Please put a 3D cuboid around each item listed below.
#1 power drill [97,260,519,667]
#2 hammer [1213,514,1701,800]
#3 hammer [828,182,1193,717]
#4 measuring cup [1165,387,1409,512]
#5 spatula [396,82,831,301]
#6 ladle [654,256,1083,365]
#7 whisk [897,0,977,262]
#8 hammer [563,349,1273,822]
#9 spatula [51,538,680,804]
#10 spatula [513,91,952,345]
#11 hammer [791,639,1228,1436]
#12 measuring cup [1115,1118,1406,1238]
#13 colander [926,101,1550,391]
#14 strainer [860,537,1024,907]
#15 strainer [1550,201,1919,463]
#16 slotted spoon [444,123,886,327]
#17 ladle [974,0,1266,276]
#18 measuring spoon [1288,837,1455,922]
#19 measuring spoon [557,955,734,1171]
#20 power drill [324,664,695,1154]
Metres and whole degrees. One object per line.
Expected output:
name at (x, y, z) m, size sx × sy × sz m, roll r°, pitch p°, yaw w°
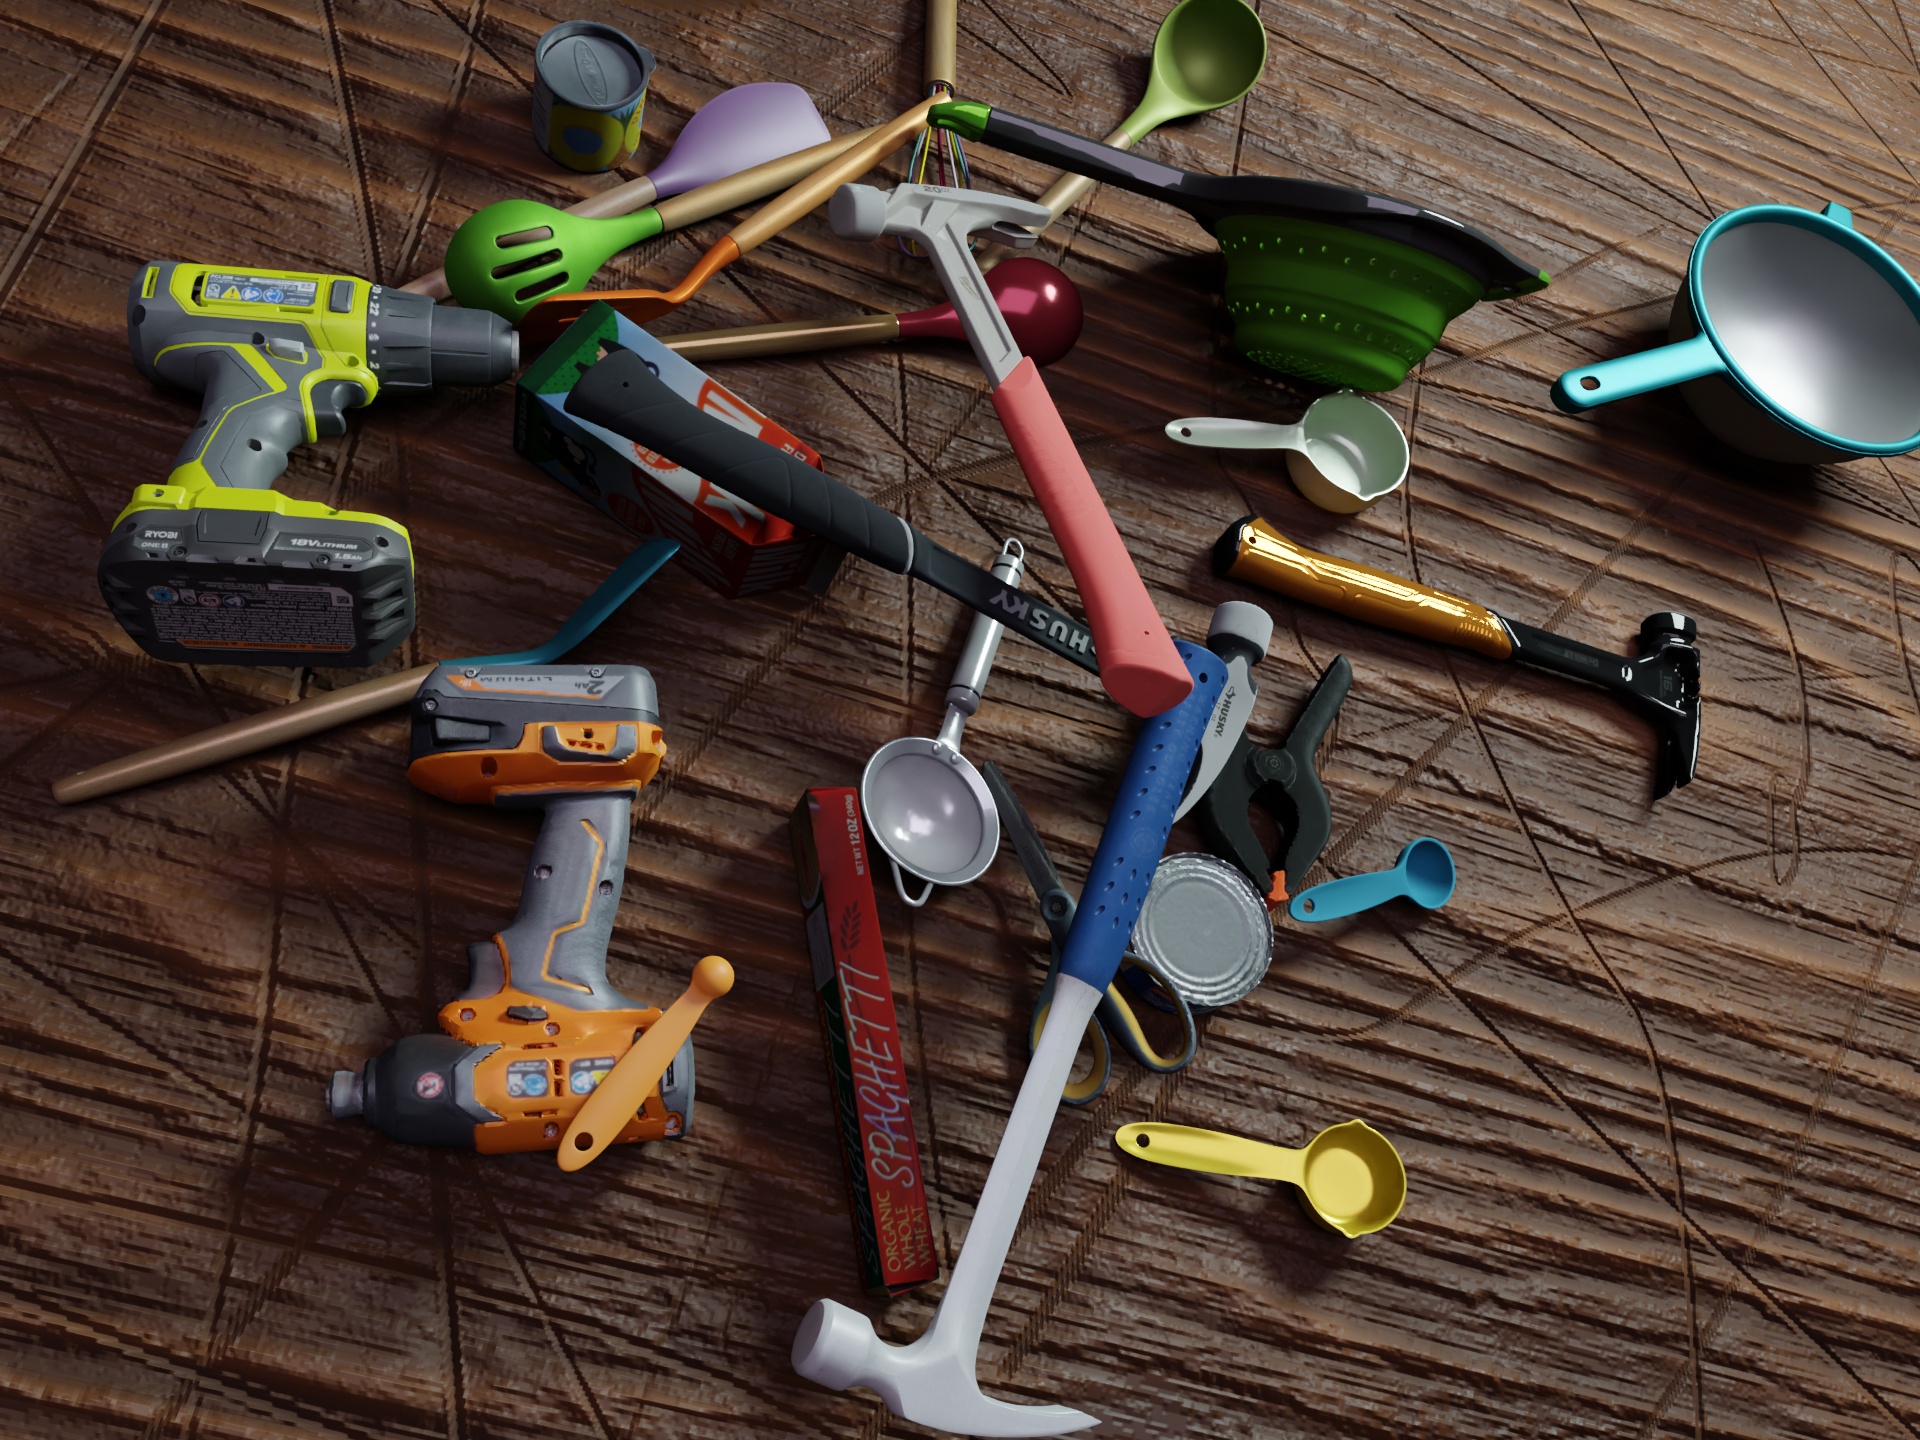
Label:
power drill at (-0.325, -0.140, 0.804) m, size 0.190 × 0.080 × 0.229 m, roll 2°, pitch 54°, yaw -14°
hammer at (0.318, -0.054, 1.008) m, size 0.336 × 0.034 × 0.127 m, roll 17°, pitch 64°, yaw -10°
hammer at (0.048, -0.161, 0.881) m, size 0.149 × 0.036 × 0.359 m, roll -5°, pitch 59°, yaw -34°
measuring cup at (0.204, -0.172, 1.020) m, size 0.167 × 0.038 × 0.083 m, roll 2°, pitch 68°, yaw -14°
spatula at (-0.210, -0.314, 0.959) m, size 0.316 × 0.018 × 0.059 m, roll -36°, pitch 101°, yaw -26°
ladle at (-0.065, -0.238, 0.969) m, size 0.315 × 0.031 × 0.069 m, roll -11°, pitch 93°, yaw -18°
whisk at (-0.011, -0.398, 1.042) m, size 0.051 × 0.047 × 0.245 m, roll 5°, pitch 64°, yaw -8°
hammer at (-0.017, -0.078, 0.846) m, size 0.408 × 0.036 × 0.149 m, roll 27°, pitch 67°, yaw -16°
spatula at (-0.291, -0.025, 0.803) m, size 0.317 × 0.082 × 0.044 m, roll -20°, pitch 106°, yaw -19°
spatula at (-0.124, -0.302, 0.945) m, size 0.322 × 0.081 × 0.041 m, roll -42°, pitch 104°, yaw -23°
hammer at (0.060, 0.143, 0.785) m, size 0.144 × 0.035 × 0.406 m, roll 29°, pitch 67°, yaw -15°
measuring cup at (0.158, 0.238, 0.851) m, size 0.156 × 0.029 × 0.062 m, roll 10°, pitch 66°, yaw 0°
colander at (0.161, -0.289, 1.003) m, size 0.397 × 0.204 × 0.094 m, roll 15°, pitch 97°, yaw -7°
strainer at (-0.001, -0.003, 0.887) m, size 0.086 × 0.050 × 0.259 m, roll 31°, pitch 56°, yaw -18°
strainer at (0.532, -0.240, 1.117) m, size 0.340 × 0.095 × 0.211 m, roll -17°, pitch 72°, yaw -20°
slotted spoon at (-0.164, -0.314, 0.965) m, size 0.314 × 0.031 × 0.070 m, roll -31°, pitch 118°, yaw -29°
ladle at (0.098, -0.382, 1.063) m, size 0.078 × 0.062 × 0.320 m, roll 43°, pitch 66°, yaw -1°
measuring spoon at (0.233, 0.097, 0.919) m, size 0.128 × 0.021 × 0.042 m, roll -10°, pitch 87°, yaw -29°
measuring spoon at (-0.142, 0.155, 0.722) m, size 0.021 × 0.011 × 0.117 m, roll 40°, pitch 69°, yaw -5°
power drill at (-0.216, 0.091, 0.762) m, size 0.164 × 0.084 × 0.227 m, roll -1°, pitch 73°, yaw -18°
